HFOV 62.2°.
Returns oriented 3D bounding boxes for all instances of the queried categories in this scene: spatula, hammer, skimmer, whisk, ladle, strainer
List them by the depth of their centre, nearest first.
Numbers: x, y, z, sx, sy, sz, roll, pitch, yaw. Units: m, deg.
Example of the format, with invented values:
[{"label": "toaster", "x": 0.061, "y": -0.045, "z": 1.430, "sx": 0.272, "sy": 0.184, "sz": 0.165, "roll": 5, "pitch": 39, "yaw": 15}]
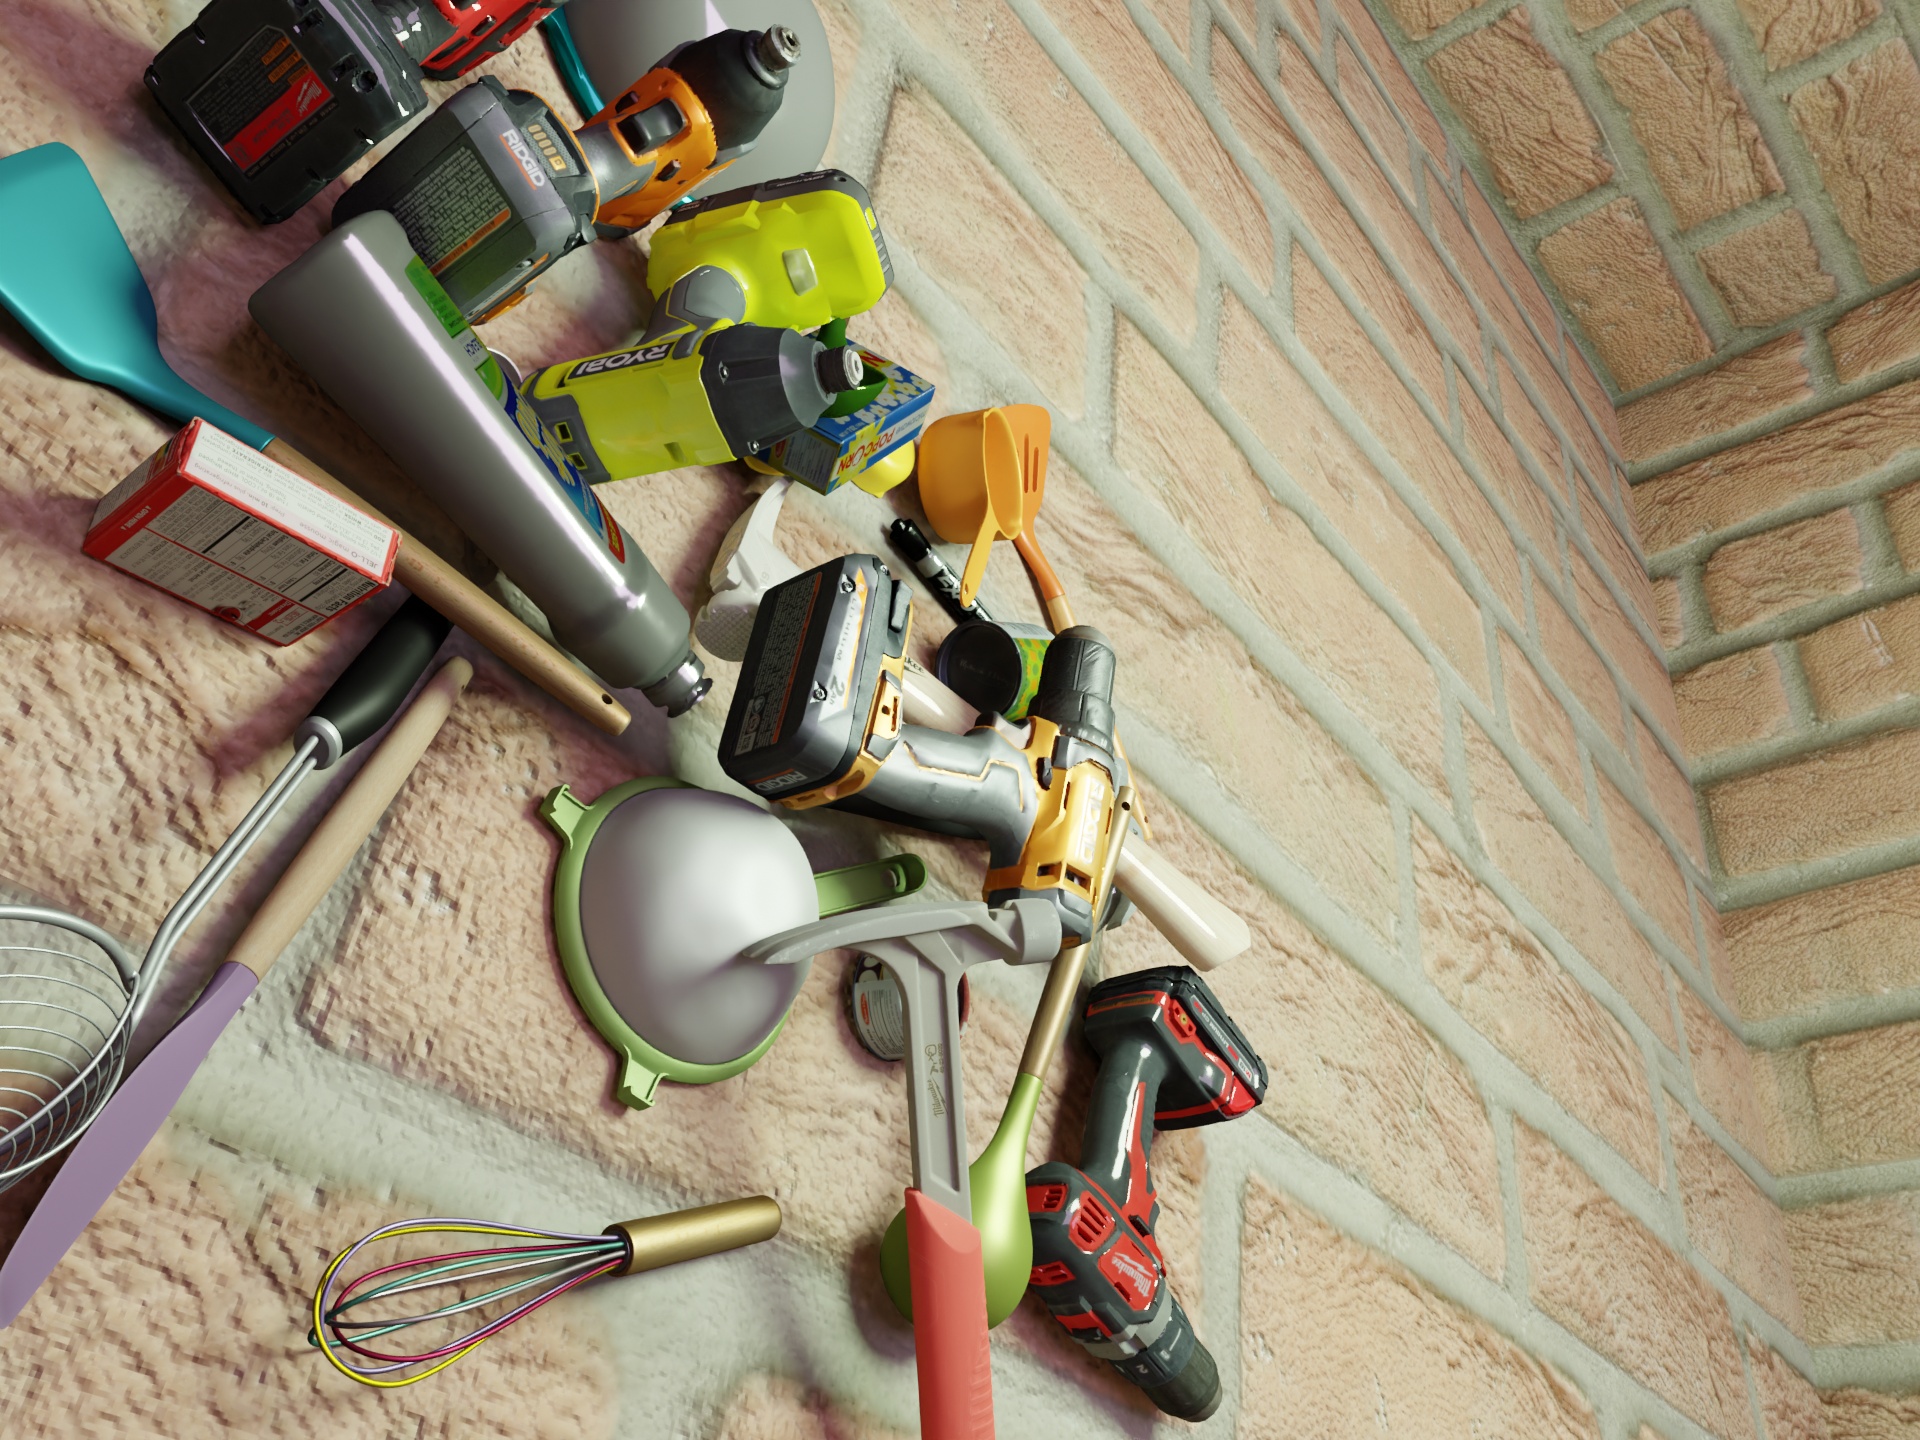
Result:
[{"label": "skimmer", "x": -0.281, "y": 0.030, "z": 0.556, "sx": 0.090, "sy": 0.127, "sz": 0.364, "roll": 23, "pitch": 33, "yaw": -7}, {"label": "spatula", "x": -0.254, "y": 0.074, "z": 0.591, "sx": 0.018, "sy": 0.059, "sz": 0.316, "roll": 24, "pitch": 41, "yaw": -5}, {"label": "whisk", "x": -0.155, "y": 0.222, "z": 0.643, "sx": 0.047, "sy": 0.051, "sz": 0.244, "roll": 44, "pitch": 17, "yaw": 29}, {"label": "spatula", "x": -0.258, "y": -0.099, "z": 0.649, "sx": 0.317, "sy": 0.044, "sz": 0.082, "roll": 40, "pitch": 35, "yaw": -17}, {"label": "hammer", "x": -0.014, "y": 0.265, "z": 0.735, "sx": 0.149, "sy": 0.037, "sz": 0.359, "roll": -5, "pitch": 92, "yaw": -25}, {"label": "strainer", "x": -0.081, "y": 0.088, "z": 0.794, "sx": 0.256, "sy": 0.069, "sz": 0.151, "roll": -6, "pitch": 77, "yaw": -54}, {"label": "ladle", "x": 0.040, "y": 0.172, "z": 0.860, "sx": 0.078, "sy": 0.062, "sz": 0.320, "roll": 30, "pitch": 58, "yaw": -12}, {"label": "strainer", "x": -0.181, "y": -0.419, "z": 0.921, "sx": 0.340, "sy": 0.095, "sz": 0.211, "roll": 10, "pitch": 64, "yaw": -53}, {"label": "hammer", "x": 0.025, "y": 0.017, "z": 0.941, "sx": 0.410, "sy": 0.038, "sz": 0.146, "roll": 38, "pitch": 36, "yaw": -22}, {"label": "hammer", "x": 0.015, "y": 0.058, "z": 0.978, "sx": 0.330, "sy": 0.033, "sz": 0.128, "roll": 18, "pitch": 57, "yaw": -49}, {"label": "spatula", "x": 0.084, "y": -0.068, "z": 1.137, "sx": 0.081, "sy": 0.041, "sz": 0.322, "roll": -17, "pitch": 87, "yaw": -57}]

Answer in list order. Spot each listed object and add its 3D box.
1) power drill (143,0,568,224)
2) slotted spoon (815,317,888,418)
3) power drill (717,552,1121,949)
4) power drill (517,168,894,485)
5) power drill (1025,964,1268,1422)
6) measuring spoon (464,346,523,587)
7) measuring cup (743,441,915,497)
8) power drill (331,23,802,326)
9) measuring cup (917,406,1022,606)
[{"label": "power drill", "x": -0.251, "y": -0.325, "z": 0.731, "sx": 0.078, "sy": 0.143, "sz": 0.220, "roll": 54, "pitch": 38, "yaw": -24}, {"label": "slotted spoon", "x": -0.073, "y": -0.251, "z": 0.972, "sx": 0.314, "sy": 0.070, "sz": 0.031, "roll": -89, "pitch": 180, "yaw": -55}, {"label": "power drill", "x": -0.001, "y": -0.003, "z": 0.830, "sx": 0.226, "sy": 0.084, "sz": 0.185, "roll": 31, "pitch": 58, "yaw": -33}, {"label": "power drill", "x": -0.115, "y": -0.202, "z": 0.821, "sx": 0.223, "sy": 0.171, "sz": 0.080, "roll": -76, "pitch": 152, "yaw": -50}, {"label": "power drill", "x": 0.117, "y": 0.282, "z": 0.957, "sx": 0.187, "sy": 0.080, "sz": 0.227, "roll": 53, "pitch": 39, "yaw": -21}, {"label": "measuring spoon", "x": -0.230, "y": -0.120, "z": 0.761, "sx": 0.034, "sy": 0.018, "sz": 0.124, "roll": 14, "pitch": 67, "yaw": -44}, {"label": "measuring cup", "x": -0.077, "y": -0.168, "z": 0.978, "sx": 0.156, "sy": 0.029, "sz": 0.062, "roll": -20, "pitch": 88, "yaw": -59}, {"label": "power drill", "x": -0.179, "y": -0.279, "z": 0.785, "sx": 0.084, "sy": 0.164, "sz": 0.226, "roll": 58, "pitch": 37, "yaw": -15}, {"label": "measuring cup", "x": -0.003, "y": -0.130, "z": 1.025, "sx": 0.174, "sy": 0.052, "sz": 0.095, "roll": -75, "pitch": 153, "yaw": -43}]
